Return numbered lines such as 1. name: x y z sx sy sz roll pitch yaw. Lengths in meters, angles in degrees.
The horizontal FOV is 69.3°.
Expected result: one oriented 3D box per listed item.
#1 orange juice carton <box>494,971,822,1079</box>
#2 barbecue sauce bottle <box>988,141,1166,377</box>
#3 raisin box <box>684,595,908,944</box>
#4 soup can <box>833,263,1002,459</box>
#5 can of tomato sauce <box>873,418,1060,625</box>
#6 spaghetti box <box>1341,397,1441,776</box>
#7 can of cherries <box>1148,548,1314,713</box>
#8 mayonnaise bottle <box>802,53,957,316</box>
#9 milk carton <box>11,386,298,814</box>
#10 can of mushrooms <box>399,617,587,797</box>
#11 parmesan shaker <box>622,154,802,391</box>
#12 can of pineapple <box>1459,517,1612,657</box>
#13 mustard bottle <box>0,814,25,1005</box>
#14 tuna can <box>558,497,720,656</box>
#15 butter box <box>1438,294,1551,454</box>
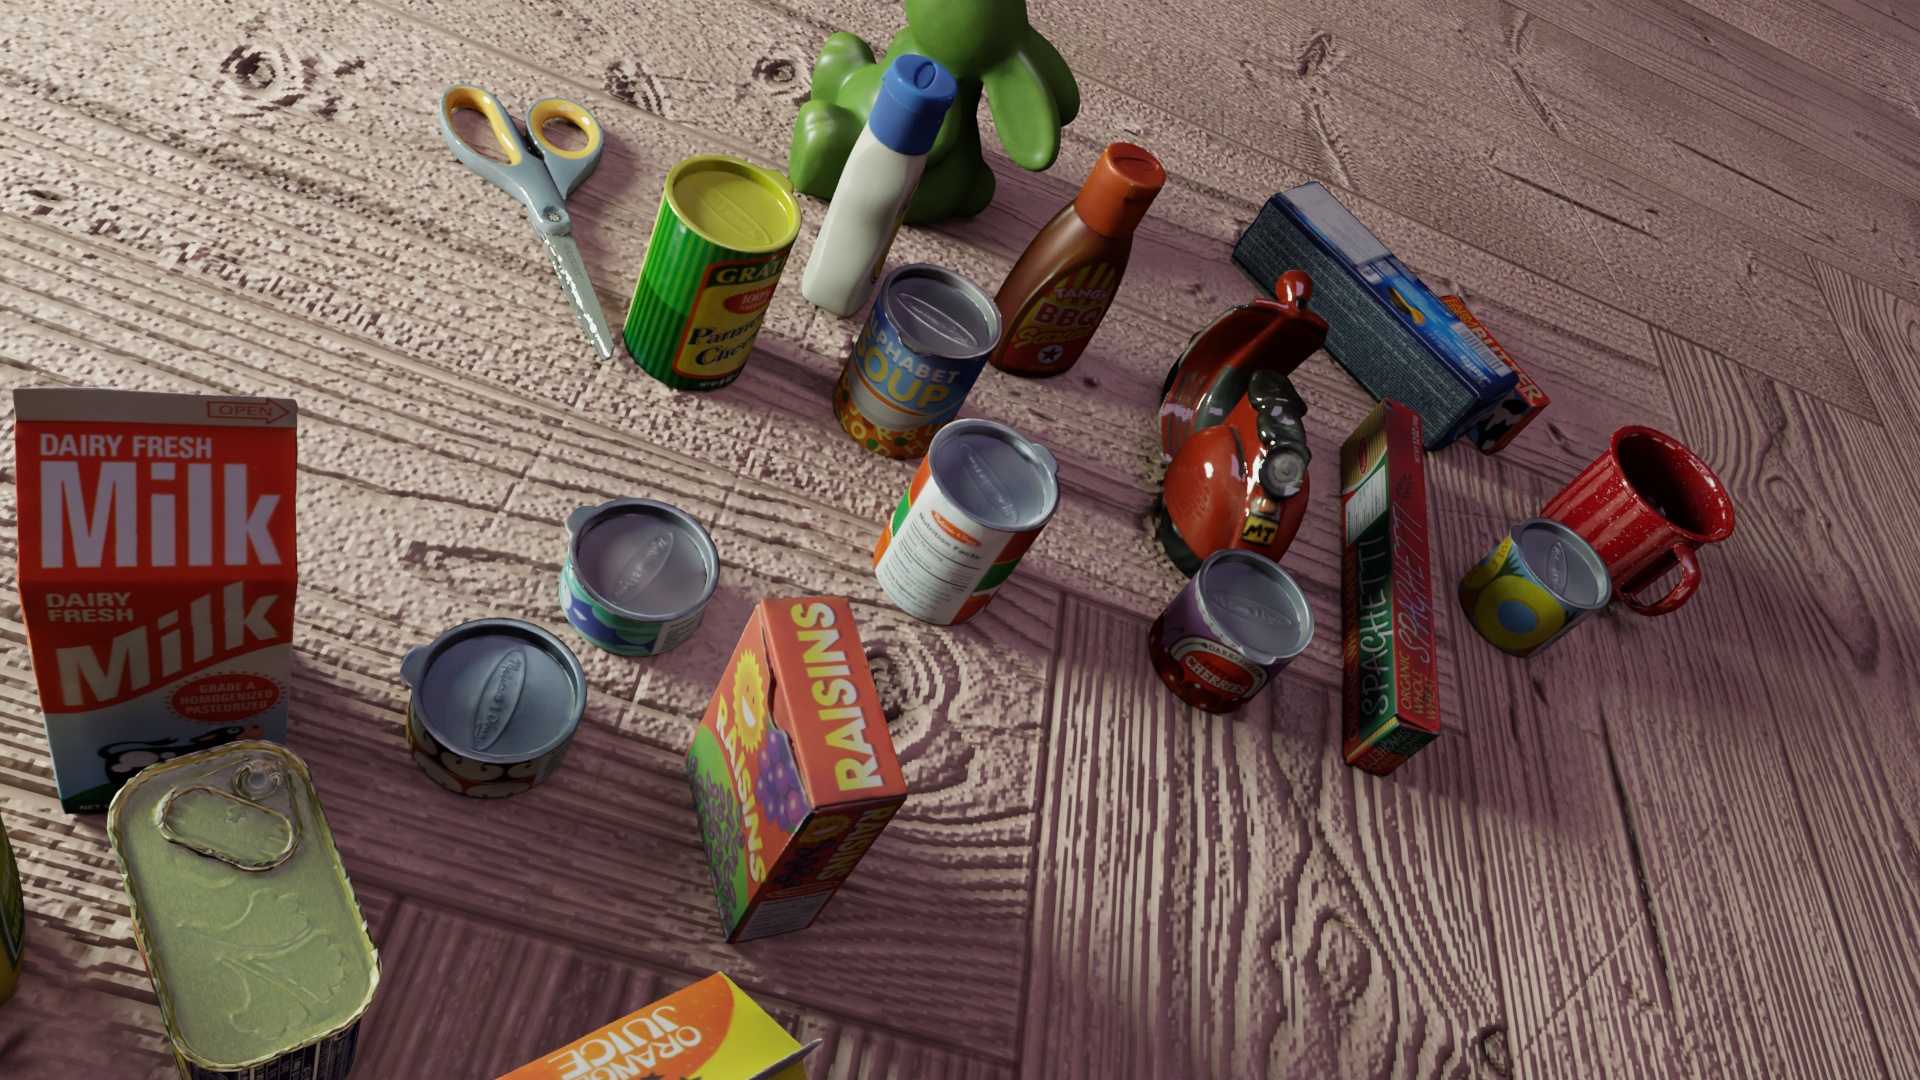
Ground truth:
1. orange juice carton: -0.096 0.187 0.394 0.072 0.191 0.073 -16 63 -36
2. barbecue sauce bottle: 0.065 -0.155 0.781 0.065 0.147 0.044 -2 55 -28
3. raisin box: -0.068 0.089 0.534 0.040 0.122 0.086 -1 55 -28
4. soup can: -0.025 -0.091 0.728 0.071 0.083 0.072 14 49 -17
5. can of tomato sauce: 0.002 -0.008 0.676 0.071 0.082 0.071 14 49 -17
6. spaghetti box: 0.244 0.019 0.799 0.029 0.050 0.251 22 47 -10
7. can of cherries: 0.138 0.049 0.716 0.071 0.058 0.072 14 49 -17
8. mayonnaise bottle: -0.045 -0.192 0.755 0.041 0.147 0.065 25 47 -7
9. milk carton: -0.258 0.013 0.453 0.072 0.189 0.074 -1 55 -28
10. can of mushrooms: -0.188 0.066 0.554 0.071 0.033 0.071 14 49 -17
11. parmesan shaker: -0.124 -0.133 0.698 0.071 0.102 0.072 14 49 -17
12. can of pineapple: 0.344 0.027 0.838 0.071 0.057 0.071 14 49 -17
13. mustard bottle: -0.300 0.088 0.393 0.049 0.159 0.065 -8 58 -32
14. tuna can: -0.145 0.015 0.617 0.071 0.032 0.071 14 49 -17
15. butter box: 0.352 -0.115 0.960 0.024 0.052 0.104 -17 63 -36
